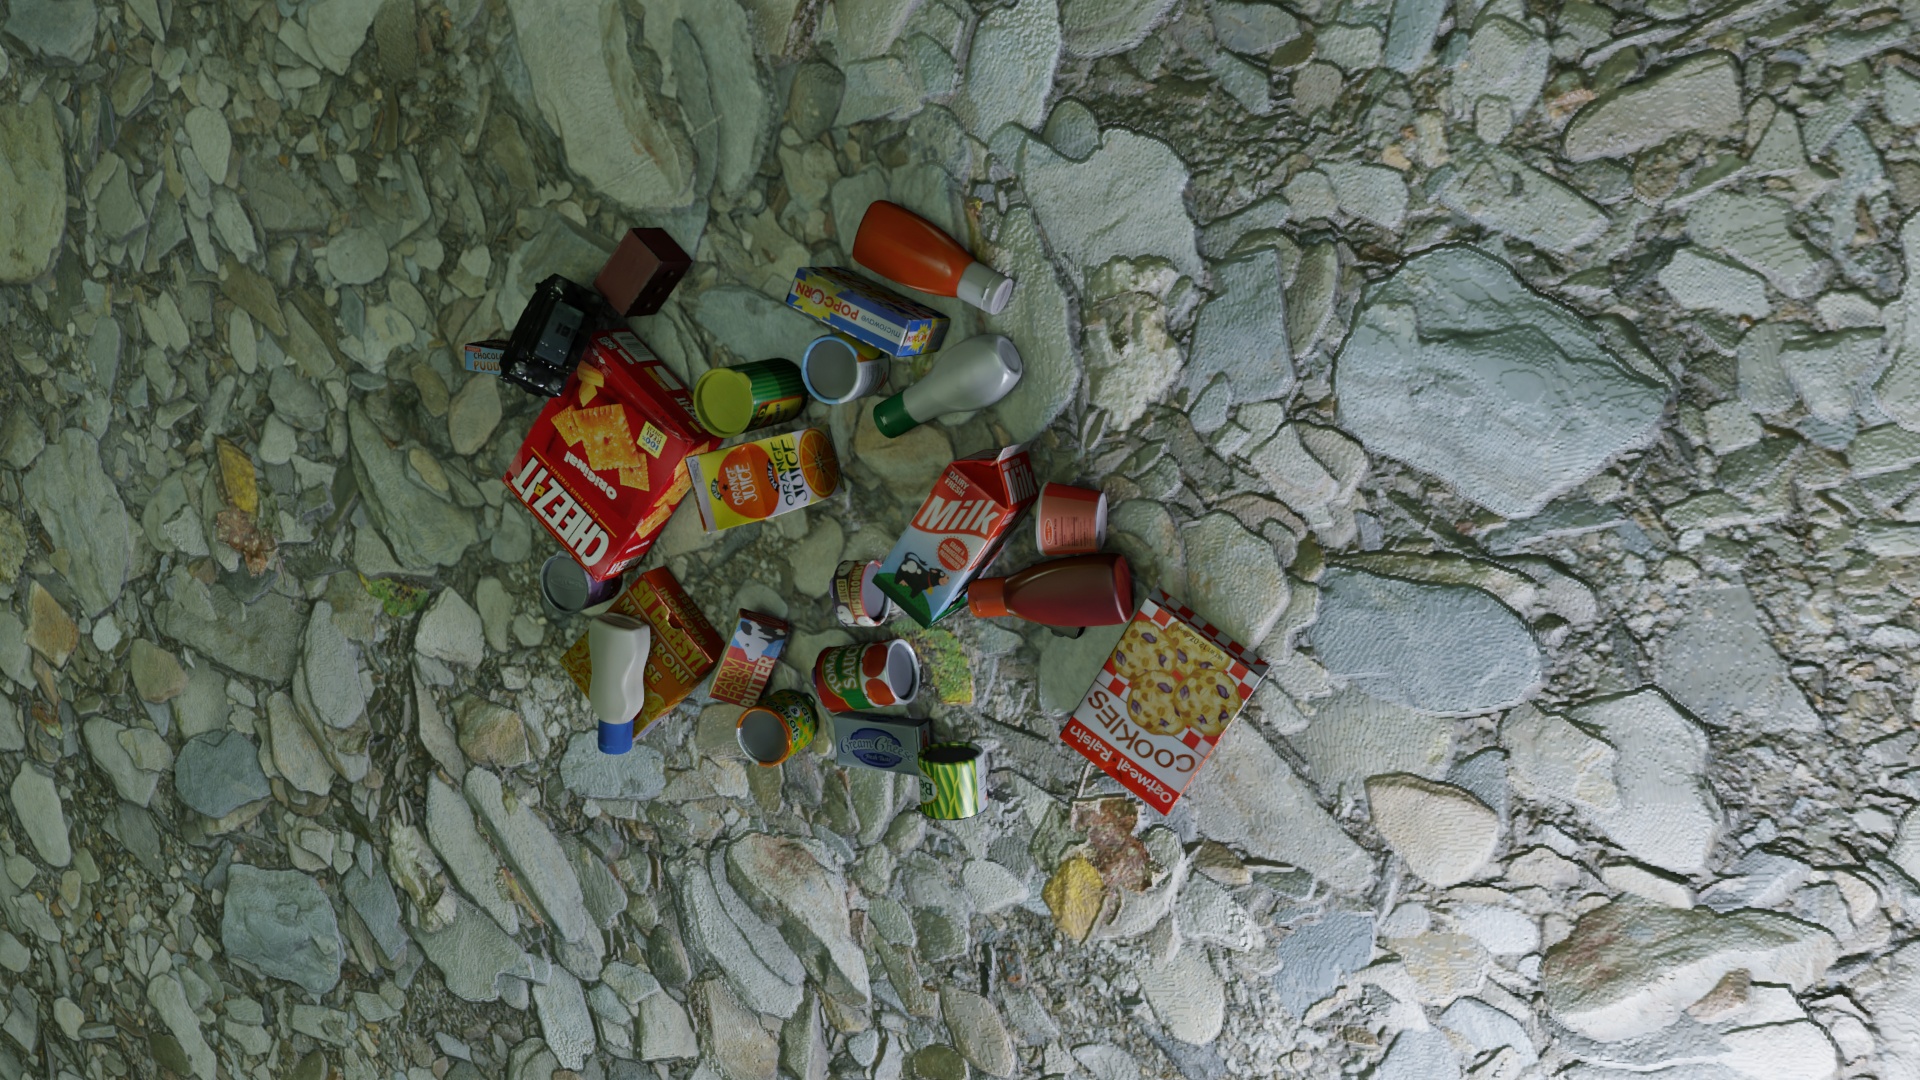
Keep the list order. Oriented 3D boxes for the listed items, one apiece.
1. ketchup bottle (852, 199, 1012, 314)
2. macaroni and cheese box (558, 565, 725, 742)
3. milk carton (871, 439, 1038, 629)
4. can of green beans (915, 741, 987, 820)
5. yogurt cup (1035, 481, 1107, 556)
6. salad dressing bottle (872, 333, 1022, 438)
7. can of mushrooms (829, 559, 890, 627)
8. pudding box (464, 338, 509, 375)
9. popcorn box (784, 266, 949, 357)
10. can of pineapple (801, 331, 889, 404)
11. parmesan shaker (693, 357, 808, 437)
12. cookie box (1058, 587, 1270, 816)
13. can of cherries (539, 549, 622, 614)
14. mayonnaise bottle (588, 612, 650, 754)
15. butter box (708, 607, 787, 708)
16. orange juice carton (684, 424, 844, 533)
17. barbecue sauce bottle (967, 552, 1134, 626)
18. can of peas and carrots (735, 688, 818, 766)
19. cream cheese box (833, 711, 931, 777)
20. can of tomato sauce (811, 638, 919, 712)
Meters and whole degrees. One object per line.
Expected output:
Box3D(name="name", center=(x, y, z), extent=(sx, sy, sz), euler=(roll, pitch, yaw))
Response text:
Box3D(name="ketchup bottle", center=(-0.025, -0.253, 1.264), extent=(0.149, 0.044, 0.064), euler=(30, 113, 16))
Box3D(name="macaroni and cheese box", center=(-0.342, 0.126, 1.500), extent=(0.166, 0.040, 0.124), euler=(-42, 83, 27))
Box3D(name="milk carton", center=(0.005, -0.016, 1.287), extent=(0.073, 0.072, 0.189), euler=(40, 115, 12))
Box3D(name="can of green beans", center=(-0.008, 0.233, 1.352), extent=(0.071, 0.071, 0.057), euler=(2, 102, 25))
Box3D(name="yogurt cup", center=(0.101, -0.018, 1.248), extent=(0.054, 0.072, 0.072), euler=(4, 103, 16))
Box3D(name="salad dressing bottle", center=(-0.014, -0.140, 1.286), extent=(0.147, 0.044, 0.064), euler=(-25, 92, 29))
Box3D(name="can of mushrooms", center=(-0.097, 0.051, 1.351), extent=(0.033, 0.071, 0.071), euler=(-3, 100, 24))
Box3D(name="pudding box", center=(-0.482, -0.195, 1.488), extent=(0.084, 0.050, 0.030), euler=(11, 108, 23))
Box3D(name="popcorn box", center=(-0.084, -0.211, 1.278), extent=(0.127, 0.085, 0.038), euler=(28, 111, 18))
Box3D(name="can of pineapple", center=(-0.111, -0.166, 1.316), extent=(0.071, 0.058, 0.070), euler=(6, 104, 24))
Box3D(name="parmesan shaker", center=(-0.198, -0.140, 1.337), extent=(0.071, 0.103, 0.071), euler=(6, 105, 24))
Box3D(name="cookie box", center=(0.182, 0.147, 1.259), extent=(0.123, 0.040, 0.166), euler=(35, 114, 14))
Box3D(name="can of cherries", center=(-0.409, 0.039, 1.501), extent=(0.071, 0.058, 0.071), euler=(6, 104, 25))
Box3D(name="mayonnaise bottle", center=(-0.363, 0.153, 1.469), extent=(0.065, 0.041, 0.147), euler=(15, 110, 23))
Box3D(name="butter box", center=(-0.220, 0.123, 1.438), extent=(0.053, 0.024, 0.103), euler=(18, 113, -16))
Box3D(name="orange juice carton", center=(-0.191, -0.057, 1.302), extent=(0.073, 0.193, 0.071), euler=(-11, 96, 26))
Box3D(name="barbecue sauce bottle", center=(0.080, 0.048, 1.257), extent=(0.148, 0.044, 0.064), euler=(-5, 111, 27))
Box3D(name="can of peas and carrots", center=(-0.187, 0.192, 1.431), extent=(0.071, 0.059, 0.070), euler=(6, 105, 24))
Box3D(name="cream cheese box", center=(-0.079, 0.204, 1.397), extent=(0.104, 0.024, 0.053), euler=(3, 103, 31))
Box3D(name="can of tomato sauce", center=(-0.093, 0.132, 1.368), extent=(0.083, 0.071, 0.071), euler=(-10, 97, 26))
